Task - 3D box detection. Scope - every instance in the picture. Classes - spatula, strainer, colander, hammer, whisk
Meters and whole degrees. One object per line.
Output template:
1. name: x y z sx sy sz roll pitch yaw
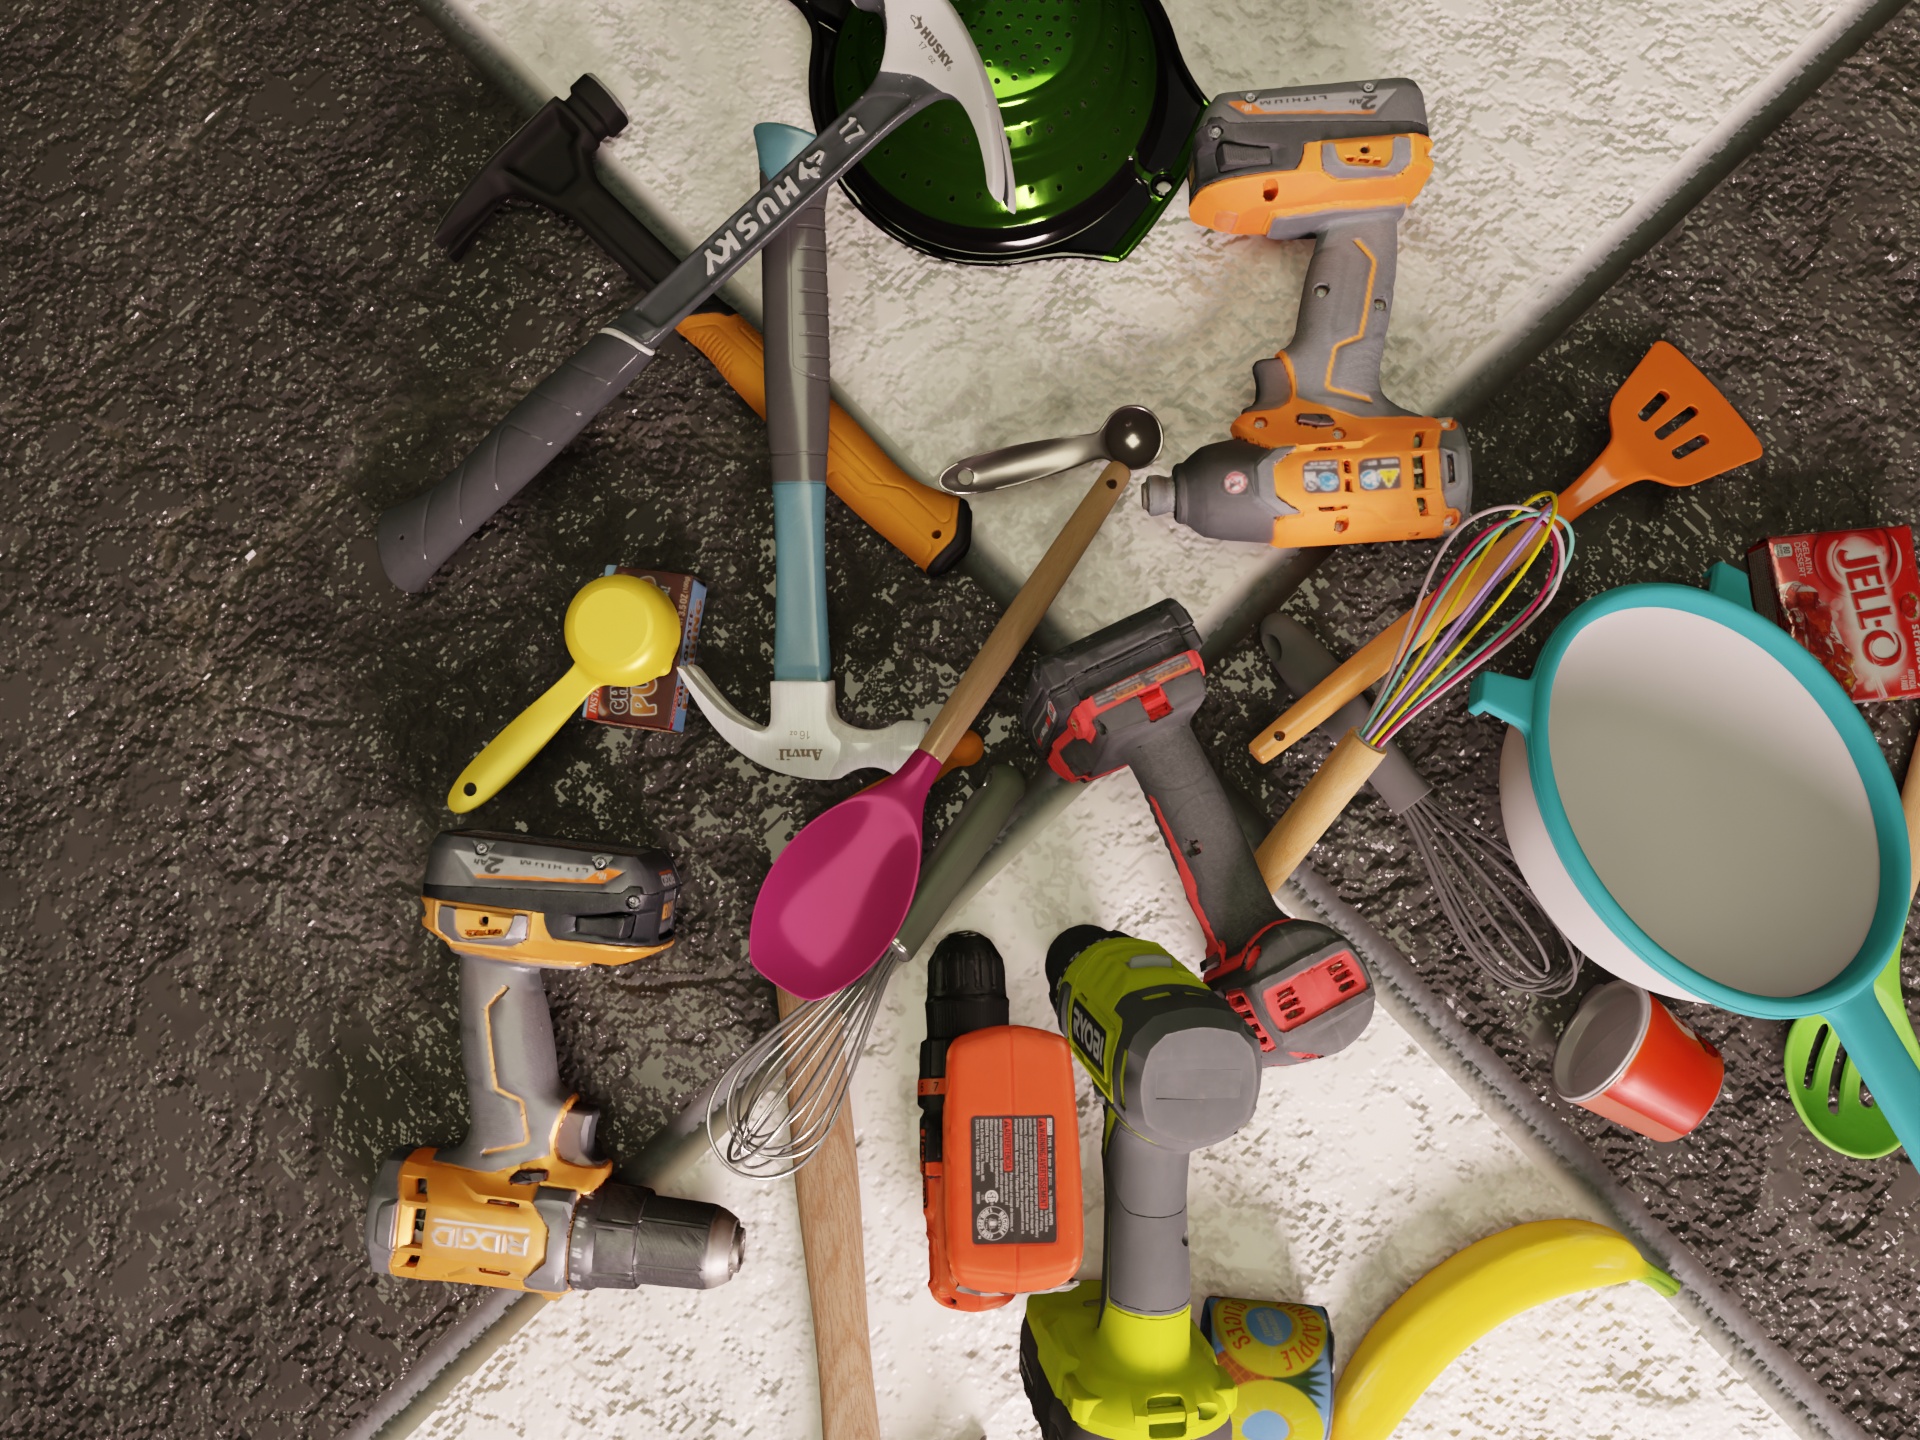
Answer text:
1. spatula: 0.274 -0.080 0.811 0.322 0.041 0.081 -38 81 -4
2. strainer: 0.366 0.102 0.753 0.211 0.095 0.340 -22 78 -27
3. colander: -0.051 -0.396 0.841 0.397 0.094 0.204 32 86 5
4. hammer: -0.149 -0.197 0.793 0.409 0.036 0.149 -38 78 18
5. whisk: 0.231 0.039 0.808 0.055 0.055 0.239 -37 80 -1
6. hammer: -0.127 -0.195 0.855 0.337 0.034 0.127 44 87 6
7. hammer: -0.062 0.263 0.805 0.130 0.031 0.331 -6 84 2
8. whisk: 0.212 -0.008 0.773 0.051 0.047 0.245 14 121 -34
9. hammer: -0.081 -0.135 0.813 0.128 0.033 0.331 0 94 7
10. whisk: -0.040 0.118 0.790 0.059 0.058 0.246 38 70 -6

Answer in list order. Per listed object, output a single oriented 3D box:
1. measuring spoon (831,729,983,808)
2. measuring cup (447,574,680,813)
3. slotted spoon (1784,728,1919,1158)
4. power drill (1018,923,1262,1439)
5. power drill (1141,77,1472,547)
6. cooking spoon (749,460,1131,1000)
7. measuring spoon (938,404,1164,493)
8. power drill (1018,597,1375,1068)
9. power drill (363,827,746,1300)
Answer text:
1. measuring spoon: -0.039 0.040 0.837 0.117 0.011 0.021 -32 84 -1
2. measuring cup: -0.208 -0.011 0.810 0.062 0.029 0.156 43 87 8
3. slotted spoon: 0.480 0.065 0.803 0.070 0.031 0.314 19 83 4
4. power drill: 0.075 0.214 0.742 0.080 0.191 0.228 1 97 -11
5. power drill: 0.170 -0.202 0.820 0.164 0.084 0.226 -4 88 3
6. cooking spoon: -0.001 -0.003 0.796 0.069 0.017 0.319 33 78 3
7. measuring spoon: 0.047 -0.139 0.840 0.124 0.018 0.034 -14 97 -9
8. power drill: 0.113 0.064 0.770 0.078 0.143 0.220 -25 77 -9
9. power drill: -0.191 0.176 0.799 0.185 0.084 0.226 7 89 3
